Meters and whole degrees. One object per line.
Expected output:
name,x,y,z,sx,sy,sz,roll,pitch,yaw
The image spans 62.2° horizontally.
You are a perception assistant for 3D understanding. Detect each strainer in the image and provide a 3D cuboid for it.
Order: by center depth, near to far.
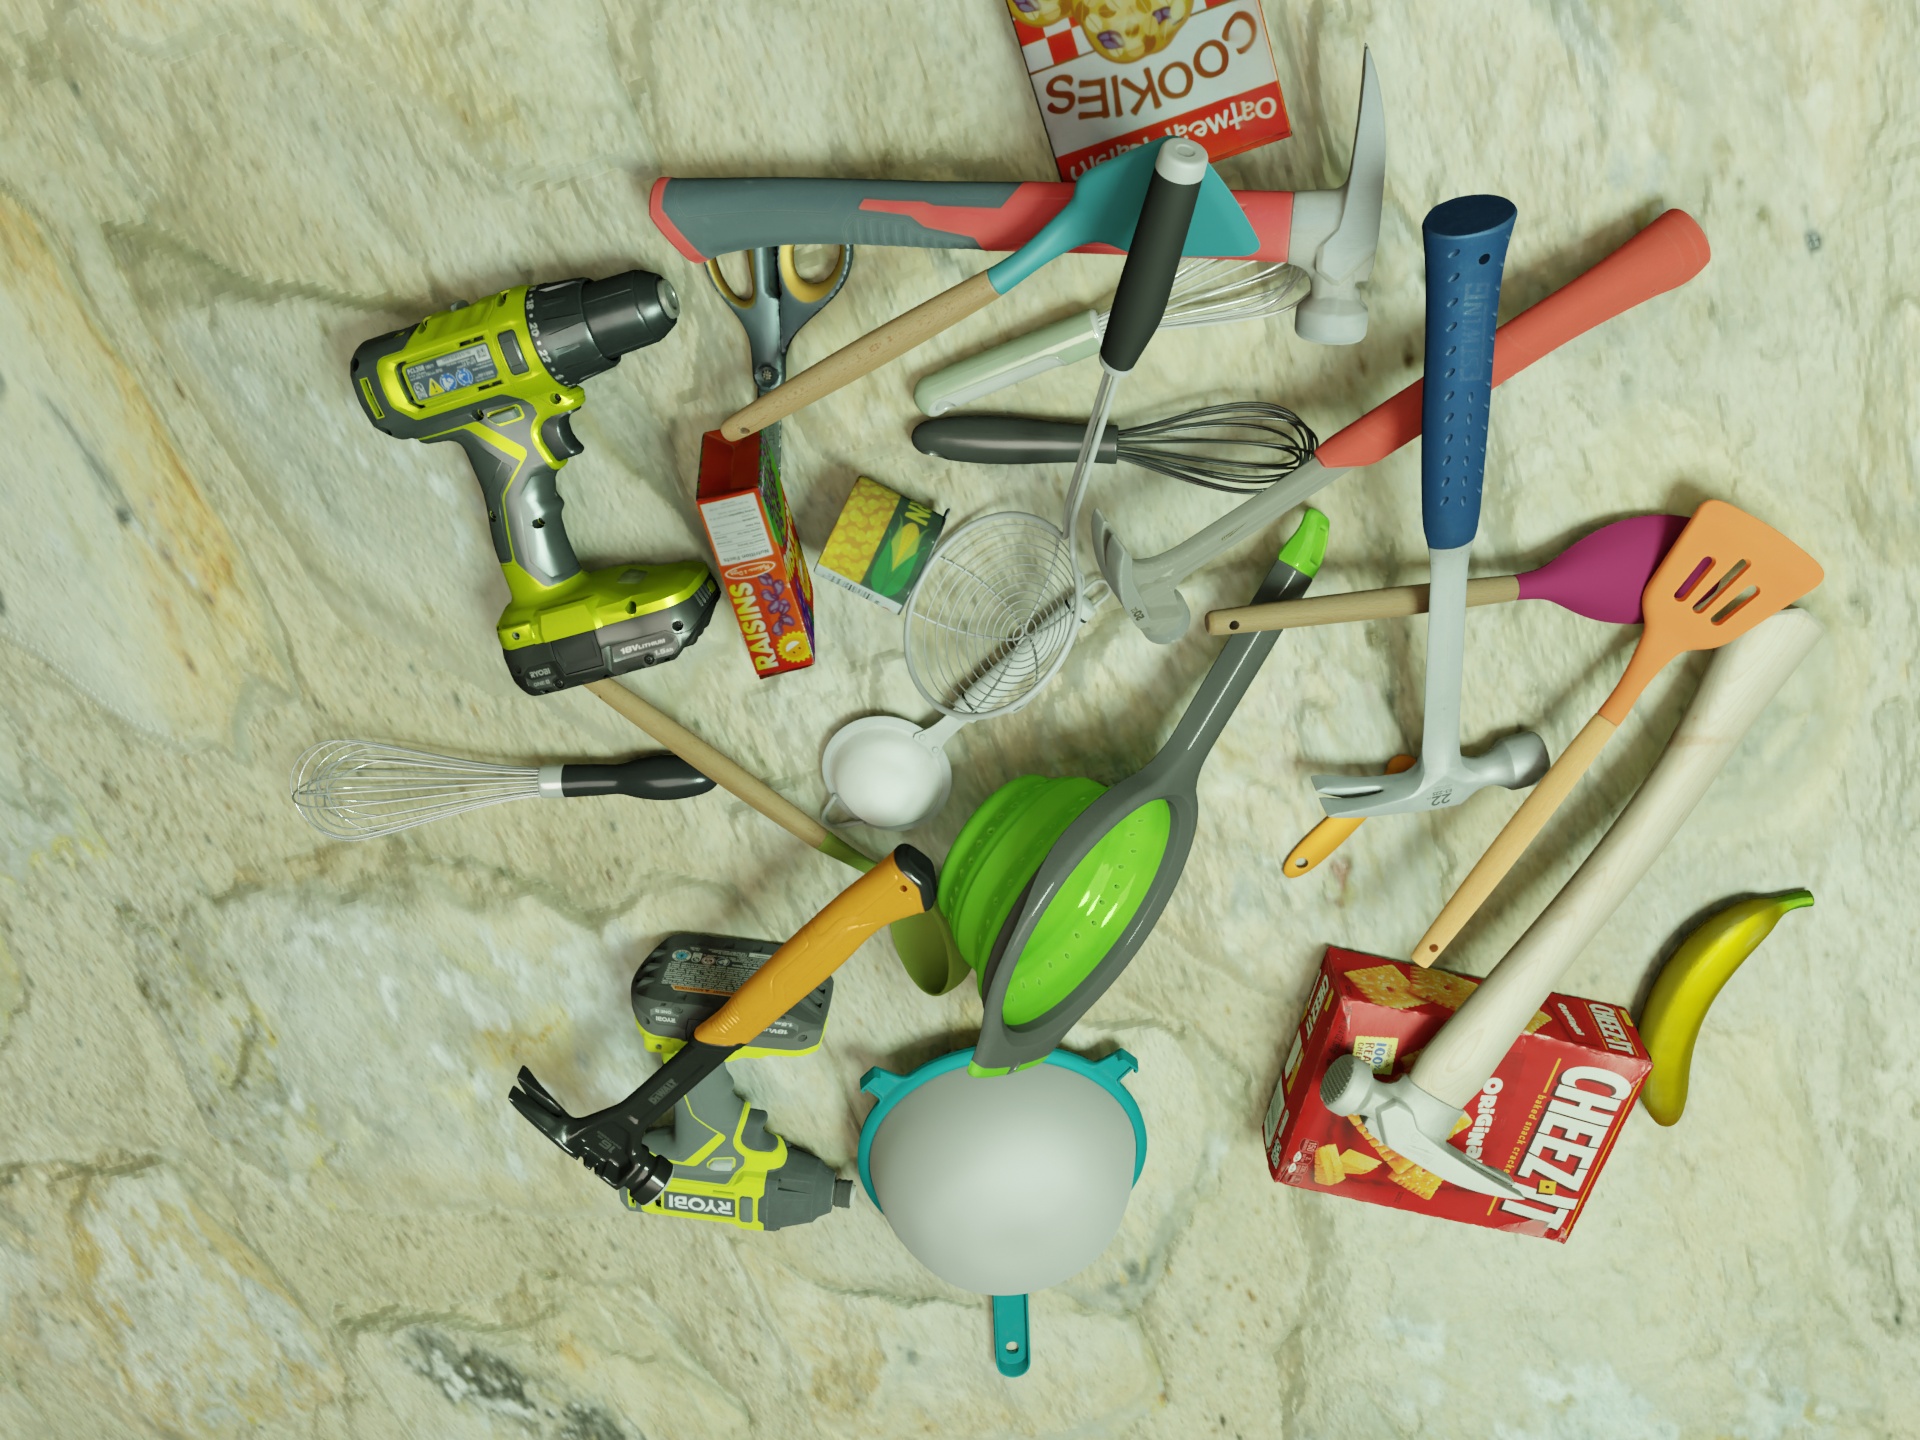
strainer,-0.002,-0.003,1.010,0.086,0.050,0.258,43,109,-14
strainer,0.036,0.390,1.154,0.211,0.095,0.340,-4,120,-1

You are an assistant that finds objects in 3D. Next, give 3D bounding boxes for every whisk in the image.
whisk,0.085,-0.222,0.893,0.246,0.057,0.059,-18,77,18
whisk,0.089,-0.160,0.922,0.239,0.055,0.055,3,116,8
whisk,-0.301,0.040,1.051,0.284,0.070,0.070,-2,116,1

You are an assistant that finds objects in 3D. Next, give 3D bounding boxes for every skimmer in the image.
skimmer,0.042,-0.139,0.837,0.090,0.127,0.363,-12,147,-20

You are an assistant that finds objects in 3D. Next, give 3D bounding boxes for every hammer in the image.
hammer,0.023,-0.280,0.833,0.386,0.038,0.143,5,118,10
hammer,0.235,-0.165,0.851,0.359,0.149,0.037,-33,68,5
hammer,0.259,-0.088,0.859,0.144,0.035,0.405,-14,135,1
hammer,0.398,0.111,0.981,0.146,0.038,0.410,31,102,-8
hammer,-0.146,0.186,1.025,0.127,0.034,0.337,42,112,-15

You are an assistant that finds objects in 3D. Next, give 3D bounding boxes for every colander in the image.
colander,0.092,0.031,0.986,0.095,0.204,0.397,34,101,27

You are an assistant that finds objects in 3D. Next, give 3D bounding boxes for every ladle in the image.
ladle,-0.117,0.073,1.034,0.320,0.062,0.078,37,154,-15

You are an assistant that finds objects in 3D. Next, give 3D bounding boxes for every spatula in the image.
spatula,-0.004,-0.210,0.828,0.317,0.044,0.082,-23,141,27
spatula,0.369,0.021,0.940,0.081,0.041,0.322,33,103,-1

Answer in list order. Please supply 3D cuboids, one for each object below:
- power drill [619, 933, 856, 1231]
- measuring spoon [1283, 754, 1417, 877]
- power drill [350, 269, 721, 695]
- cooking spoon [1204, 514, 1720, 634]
power drill,-0.156,0.269,1.138,0.171,0.080,0.223,6,120,2
measuring spoon,0.252,0.065,1.033,0.021,0.011,0.117,37,113,-12
power drill,-0.229,-0.144,0.943,0.190,0.080,0.228,-14,111,12
cooking spoon,0.296,-0.074,0.921,0.319,0.017,0.068,-7,116,-7
